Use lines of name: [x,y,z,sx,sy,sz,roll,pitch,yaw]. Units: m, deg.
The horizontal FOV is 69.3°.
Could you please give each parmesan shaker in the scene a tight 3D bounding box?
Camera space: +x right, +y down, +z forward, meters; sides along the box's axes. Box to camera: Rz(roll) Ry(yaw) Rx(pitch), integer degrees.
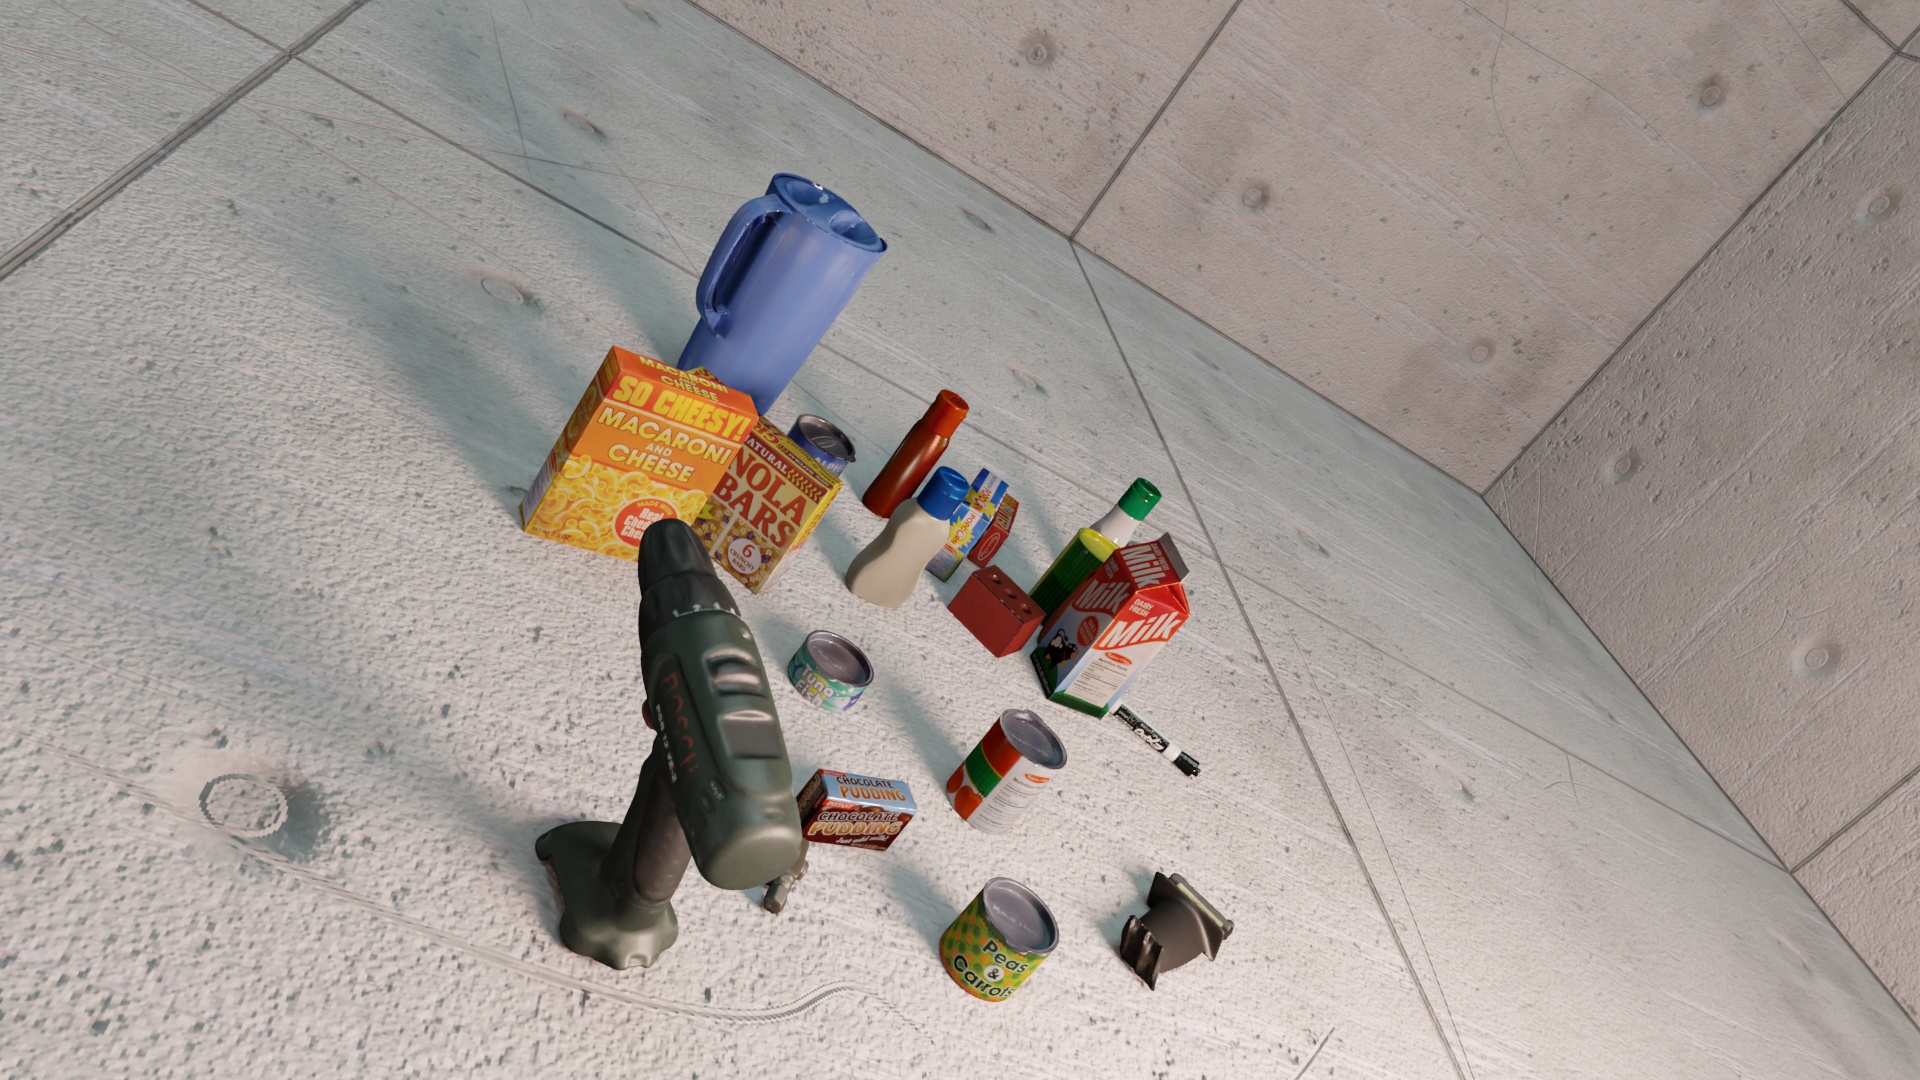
parmesan shaker: [0.127,0.046,1.508,0.071,0.102,0.071,30,24,-15]

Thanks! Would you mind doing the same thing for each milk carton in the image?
milk carton: [0.158,0.080,1.379,0.073,0.189,0.072,24,26,-28]

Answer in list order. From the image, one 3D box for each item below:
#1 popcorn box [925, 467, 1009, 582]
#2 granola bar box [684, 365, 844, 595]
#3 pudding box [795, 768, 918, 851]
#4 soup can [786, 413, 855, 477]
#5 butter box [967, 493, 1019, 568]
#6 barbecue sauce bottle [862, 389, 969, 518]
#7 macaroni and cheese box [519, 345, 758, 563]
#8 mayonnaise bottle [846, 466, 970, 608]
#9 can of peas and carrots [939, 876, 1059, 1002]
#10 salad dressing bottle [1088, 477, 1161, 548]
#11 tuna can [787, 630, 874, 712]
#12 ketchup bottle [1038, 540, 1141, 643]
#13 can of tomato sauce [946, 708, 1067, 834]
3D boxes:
popcorn box: [0.005,-0.019,1.482,0.038,0.085,0.127,36,23,-2]
granola bar box: [-0.202,-0.052,1.211,0.165,0.123,0.039,39,23,6]
pudding box: [-0.079,0.197,1.014,0.084,0.049,0.030,18,30,-37]
soup can: [-0.151,-0.070,1.364,0.071,0.083,0.072,30,24,-15]
butter box: [0.038,-0.013,1.556,0.024,0.053,0.104,35,23,-5]
barbecue sauce bottle: [-0.045,-0.092,1.469,0.044,0.148,0.065,39,23,6]
macaroni and cheese box: [-0.256,-0.063,1.103,0.124,0.165,0.040,18,29,-36]
mayonnaise bottle: [-0.046,-0.004,1.306,0.065,0.147,0.041,22,27,-30]
can of peas and carrots: [0.027,0.285,0.985,0.071,0.058,0.071,30,24,-15]
salad dressing bottle: [0.176,-0.007,1.618,0.044,0.147,0.064,25,26,-26]
tuna can: [-0.109,0.110,1.154,0.071,0.032,0.071,30,24,-15]
ketchup bottle: [0.146,0.066,1.440,0.065,0.148,0.044,31,24,-13]
can of tomato sauce: [0.037,0.189,1.144,0.071,0.082,0.071,30,24,-15]
